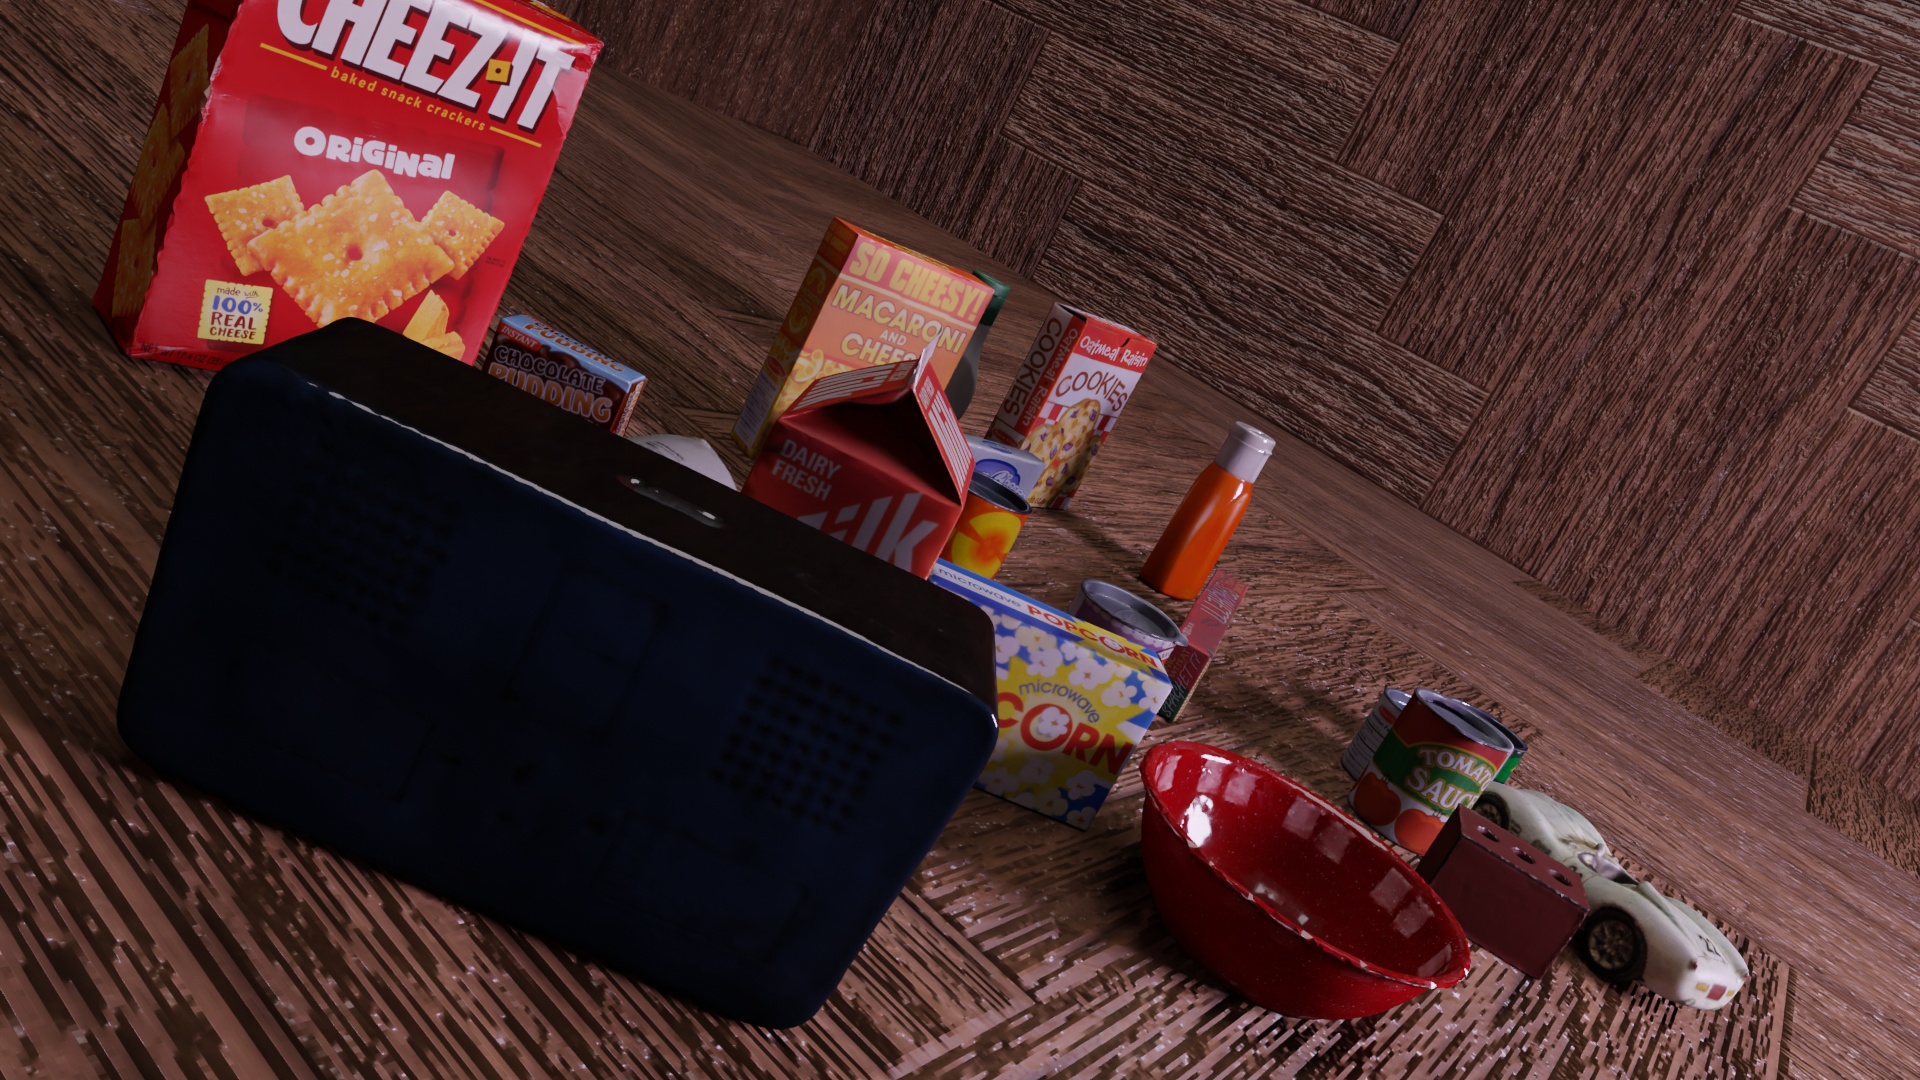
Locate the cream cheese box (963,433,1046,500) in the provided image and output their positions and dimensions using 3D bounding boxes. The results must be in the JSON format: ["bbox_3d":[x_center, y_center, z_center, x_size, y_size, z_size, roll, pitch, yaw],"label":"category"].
[{"bbox_3d":[0.015,-0.050,1.072,0.104,0.053,0.024,12,22,-44],"label":"cream cheese box"}]

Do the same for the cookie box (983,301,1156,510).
[{"bbox_3d":[0.085,-0.108,1.161,0.040,0.167,0.123,37,17,30],"label":"cookie box"}]

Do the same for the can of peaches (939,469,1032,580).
[{"bbox_3d":[0.003,-0.012,0.920,0.071,0.058,0.071,26,15,-8],"label":"can of peaches"}]

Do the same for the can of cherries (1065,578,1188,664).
[{"bbox_3d":[0.089,0.066,0.818,0.071,0.058,0.072,26,15,-8],"label":"can of cherries"}]

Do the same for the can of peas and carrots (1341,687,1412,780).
[{"bbox_3d":[0.301,0.142,0.931,0.071,0.058,0.071,26,15,-8],"label":"can of peas and carrots"}]

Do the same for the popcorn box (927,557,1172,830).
[{"bbox_3d":[0.021,0.070,0.639,0.127,0.085,0.038,24,15,-14],"label":"popcorn box"}]

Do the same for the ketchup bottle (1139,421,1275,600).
[{"bbox_3d":[0.203,-0.023,1.126,0.043,0.148,0.065,38,18,34],"label":"ketchup bottle"}]

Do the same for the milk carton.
[{"bbox_3d":[-0.052,0.009,0.515,0.073,0.190,0.072,27,15,-4],"label":"milk carton"}]

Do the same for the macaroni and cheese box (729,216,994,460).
[{"bbox_3d":[-0.067,-0.122,0.952,0.124,0.166,0.040,15,20,-41],"label":"macaroni and cheese box"}]

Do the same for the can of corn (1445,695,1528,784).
[{"bbox_3d":[0.361,0.154,0.995,0.071,0.058,0.071,26,15,-8],"label":"can of corn"}]

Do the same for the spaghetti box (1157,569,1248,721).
[{"bbox_3d":[0.164,0.066,0.958,0.029,0.050,0.251,31,16,10],"label":"spaghetti box"}]

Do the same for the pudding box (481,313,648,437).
[{"bbox_3d":[-0.228,-0.090,0.795,0.084,0.049,0.030,28,15,-1],"label":"pudding box"}]

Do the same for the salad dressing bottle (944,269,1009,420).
[{"bbox_3d":[-0.004,-0.166,1.234,0.064,0.147,0.044,22,16,-20],"label":"salad dressing bottle"}]

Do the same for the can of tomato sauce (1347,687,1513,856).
[{"bbox_3d":[0.290,0.144,0.859,0.071,0.083,0.071,26,15,-8],"label":"can of tomato sauce"}]
